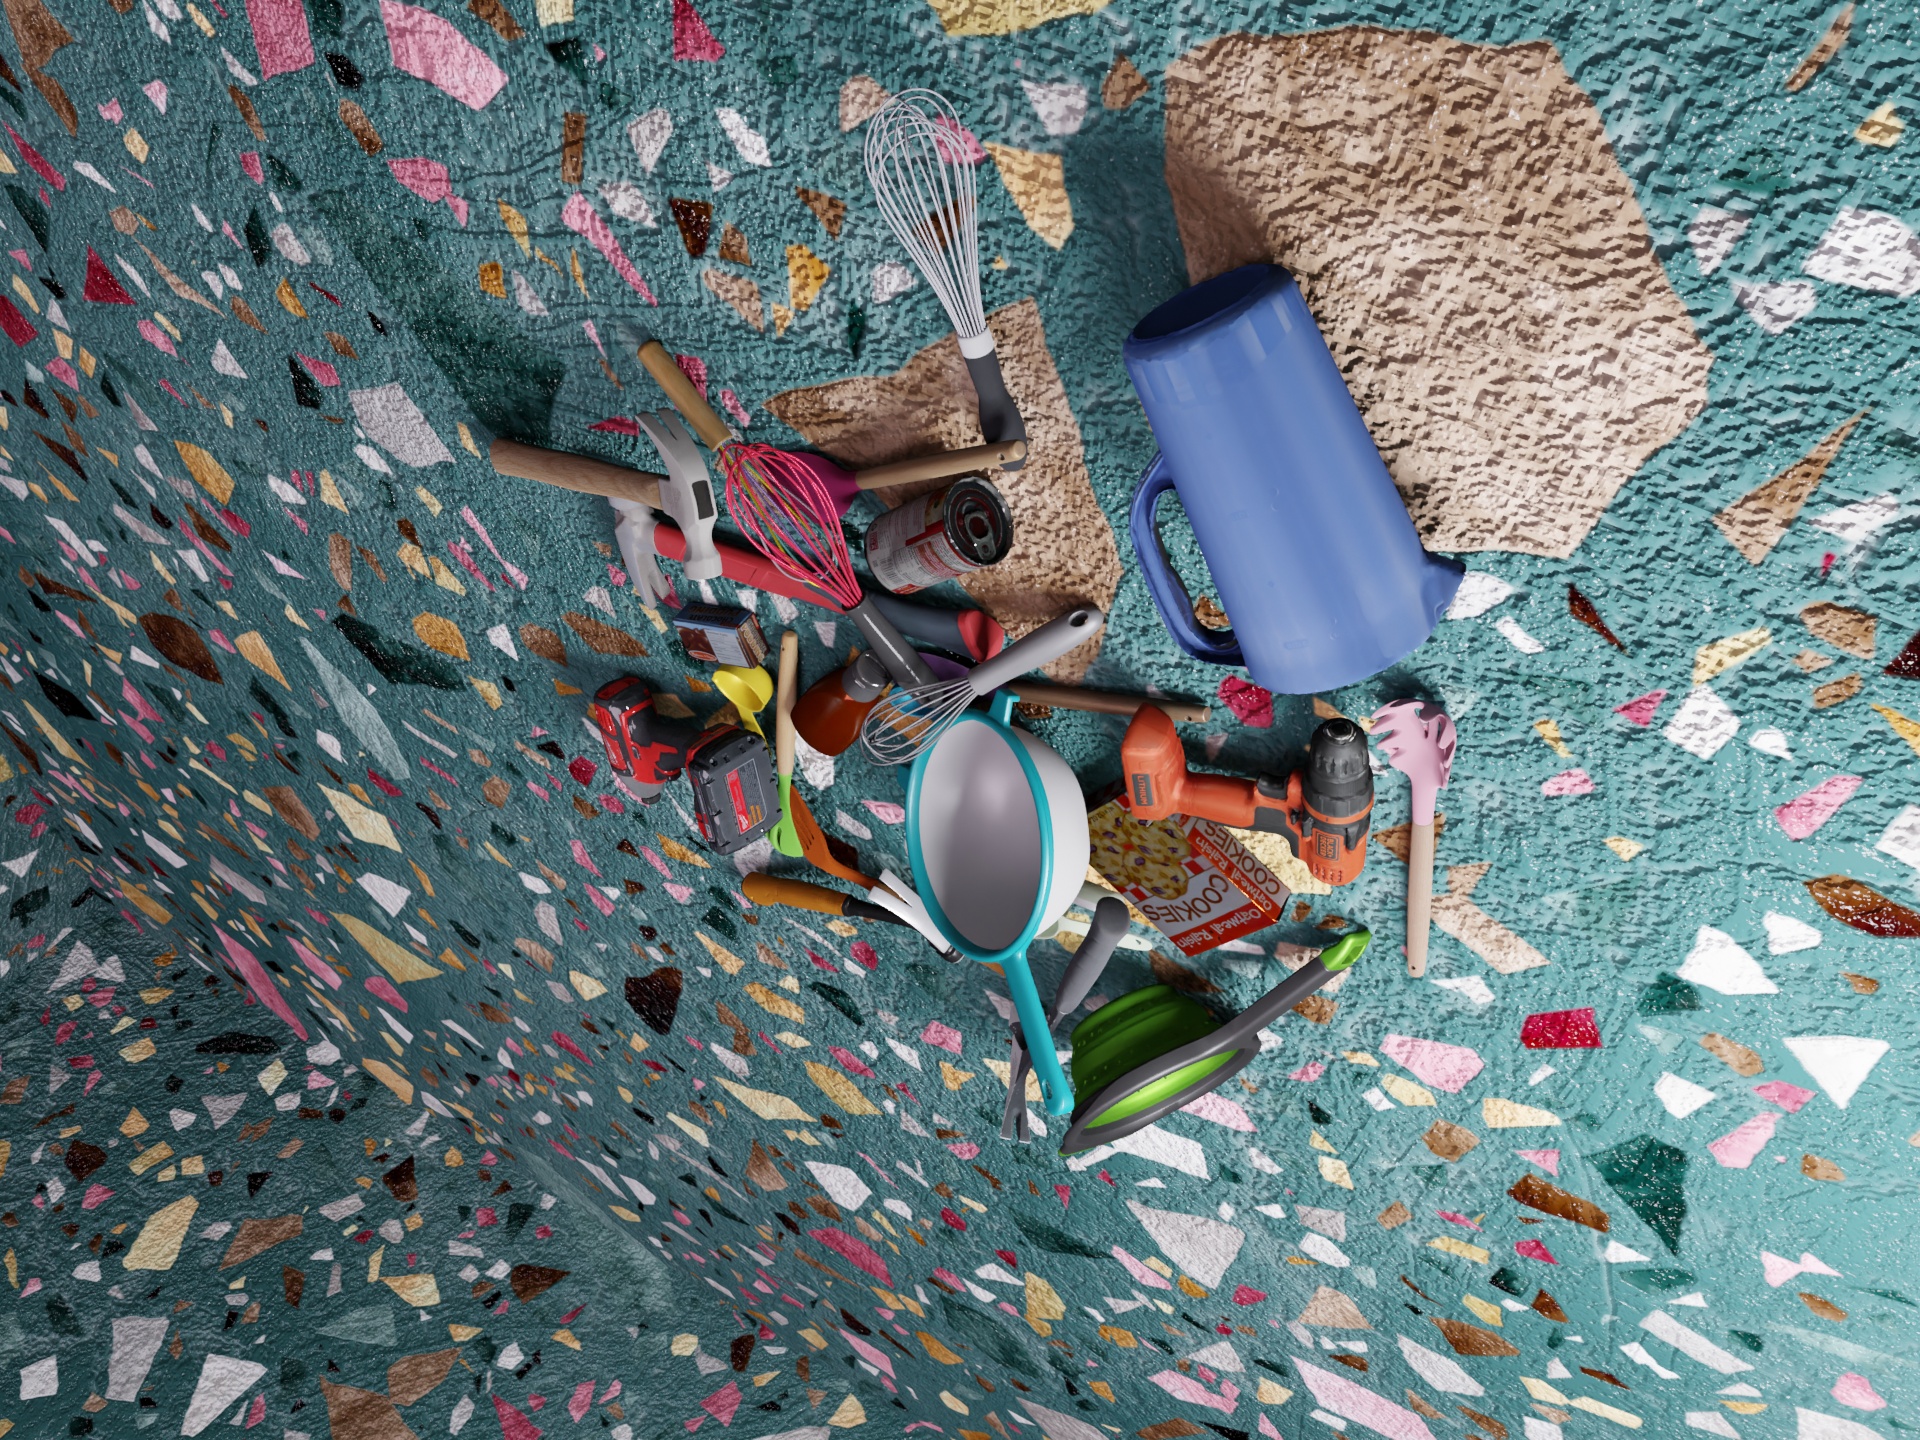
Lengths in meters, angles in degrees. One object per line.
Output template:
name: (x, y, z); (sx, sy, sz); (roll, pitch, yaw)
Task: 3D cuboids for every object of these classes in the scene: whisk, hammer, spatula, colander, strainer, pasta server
whisk: (-0.094, -0.107, 1.246); (0.073, 0.073, 0.295); (1, 142, 40)
hammer: (0.092, 0.267, 1.468); (0.036, 0.149, 0.408); (11, 148, -4)
whisk: (-0.178, -0.205, 1.277); (0.245, 0.047, 0.051); (52, 152, -3)
hammer: (-0.314, -0.212, 1.362); (0.331, 0.031, 0.130); (19, 121, 44)
spatula: (0.063, -0.024, 1.309); (0.316, 0.018, 0.059); (8, 139, 36)
colander: (0.211, 0.262, 1.431); (0.397, 0.204, 0.095); (-49, 58, 39)
whisk: (0.045, 0.133, 1.445); (0.246, 0.059, 0.057); (17, 157, 37)
hammer: (-0.135, 0.186, 1.650); (0.127, 0.034, 0.337); (43, 156, -31)
strainer: (0.063, 0.151, 1.324); (0.211, 0.095, 0.341); (-38, 64, 52)
spatula: (-0.062, 0.177, 1.638); (0.322, 0.041, 0.081); (32, 146, 1)
whisk: (0.002, -0.280, 1.053); (0.070, 0.070, 0.284); (12, 142, 32)
whisk: (0.014, -0.029, 1.262); (0.239, 0.055, 0.055); (-29, 110, 26)
hammer: (-0.137, -0.107, 1.373); (0.386, 0.038, 0.143); (20, 142, 24)
pasta server: (0.340, 0.096, 1.185); (0.060, 0.040, 0.315); (28, 146, 35)

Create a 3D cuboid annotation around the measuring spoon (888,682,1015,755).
measuring spoon: (-0.002, -0.004, 1.378); (0.128, 0.021, 0.042); (27, 144, -15)

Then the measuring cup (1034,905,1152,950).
measuring cup: (0.107, 0.176, 1.477); (0.168, 0.038, 0.083); (14, 138, 27)

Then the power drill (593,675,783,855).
power drill: (-0.283, 0.048, 1.608); (0.220, 0.078, 0.143); (22, 132, 41)

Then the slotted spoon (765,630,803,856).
slotted spoon: (-0.172, 0.029, 1.553); (0.070, 0.031, 0.313); (48, 147, 31)

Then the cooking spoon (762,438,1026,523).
cooking spoon: (-0.060, -0.186, 1.210); (0.319, 0.017, 0.068); (0, 130, 51)

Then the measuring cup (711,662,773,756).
measuring cup: (-0.199, -0.011, 1.554); (0.062, 0.029, 0.156); (25, 154, 20)
